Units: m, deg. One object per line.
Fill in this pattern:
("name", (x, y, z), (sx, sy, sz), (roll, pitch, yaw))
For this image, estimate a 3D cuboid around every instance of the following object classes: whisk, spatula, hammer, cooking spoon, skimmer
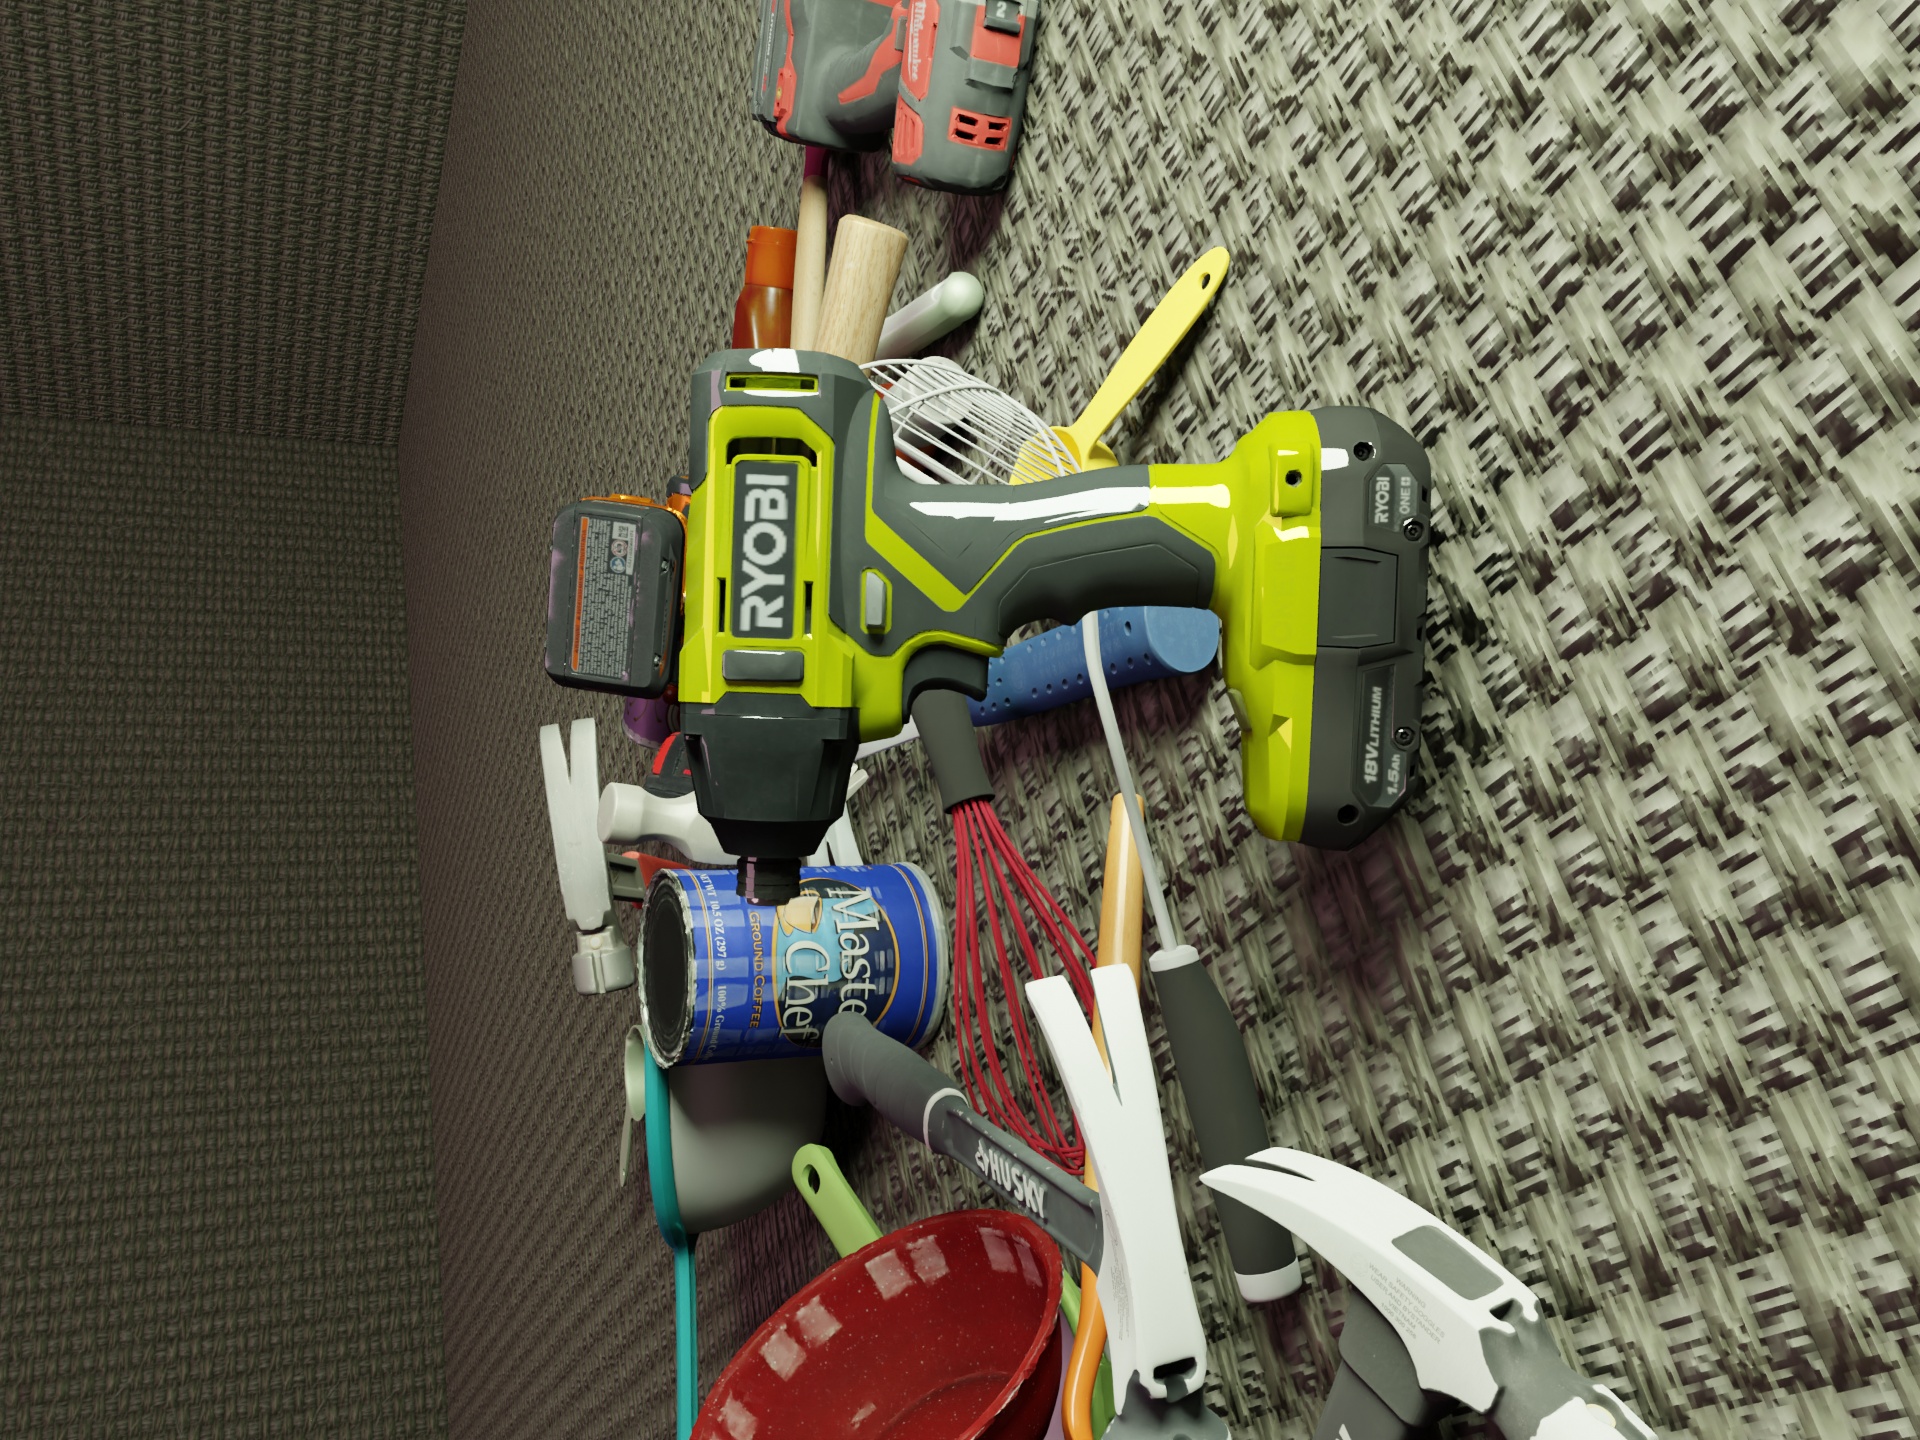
("whisk", (-0.055, -0.206, 0.899), (0.246, 0.059, 0.058), (-10, 53, 60))
("spatula", (0.063, 0.176, 0.587), (0.081, 0.041, 0.323), (93, -177, -63))
("whisk", (0.009, 0.054, 0.681), (0.073, 0.073, 0.296), (-44, 59, 56))
("hammer", (0.106, 0.297, 0.532), (0.146, 0.035, 0.334), (41, 128, 44))
("cooking spoon", (-0.087, -0.300, 0.941), (0.068, 0.017, 0.319), (133, 143, -52))
("hammer", (-0.202, 0.095, 1.026), (0.359, 0.036, 0.149), (88, 172, -82))
("skimmer", (0.034, 0.035, 0.585), (0.127, 0.090, 0.363), (1, -107, -72))
("hammer", (-0.001, -0.003, 0.785), (0.405, 0.035, 0.144), (161, 108, -63))
("hammer", (-0.082, -0.085, 0.803), (0.031, 0.130, 0.331), (33, 110, 61))
("hammer", (-0.003, 0.152, 0.607), (0.409, 0.036, 0.149), (170, 92, -74))

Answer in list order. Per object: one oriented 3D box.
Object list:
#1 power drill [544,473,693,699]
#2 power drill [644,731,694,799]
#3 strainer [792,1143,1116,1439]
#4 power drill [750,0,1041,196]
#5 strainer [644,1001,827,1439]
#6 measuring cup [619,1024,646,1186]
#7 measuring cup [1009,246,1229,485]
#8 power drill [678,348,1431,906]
("power drill", (-0.198, -0.078, 1.065), (0.226, 0.084, 0.164), (-51, -31, -76))
("power drill", (-0.135, -0.049, 0.971), (0.143, 0.078, 0.219), (-47, -36, -80))
("strainer", (0.001, 0.272, 0.705), (0.257, 0.069, 0.151), (38, 104, 53))
("power drill", (-0.027, -0.373, 0.813), (0.227, 0.080, 0.187), (39, 124, 56))
("strainer", (-0.123, 0.265, 0.933), (0.211, 0.095, 0.341), (94, 173, -71))
("measuring cup", (-0.255, 0.321, 1.307), (0.083, 0.038, 0.167), (-123, 40, -50))
("measuring cup", (0.071, -0.128, 0.661), (0.156, 0.029, 0.062), (-52, 43, 35))
("power drill", (0.024, -0.024, 0.501), (0.080, 0.223, 0.171), (-44, -44, -87))
